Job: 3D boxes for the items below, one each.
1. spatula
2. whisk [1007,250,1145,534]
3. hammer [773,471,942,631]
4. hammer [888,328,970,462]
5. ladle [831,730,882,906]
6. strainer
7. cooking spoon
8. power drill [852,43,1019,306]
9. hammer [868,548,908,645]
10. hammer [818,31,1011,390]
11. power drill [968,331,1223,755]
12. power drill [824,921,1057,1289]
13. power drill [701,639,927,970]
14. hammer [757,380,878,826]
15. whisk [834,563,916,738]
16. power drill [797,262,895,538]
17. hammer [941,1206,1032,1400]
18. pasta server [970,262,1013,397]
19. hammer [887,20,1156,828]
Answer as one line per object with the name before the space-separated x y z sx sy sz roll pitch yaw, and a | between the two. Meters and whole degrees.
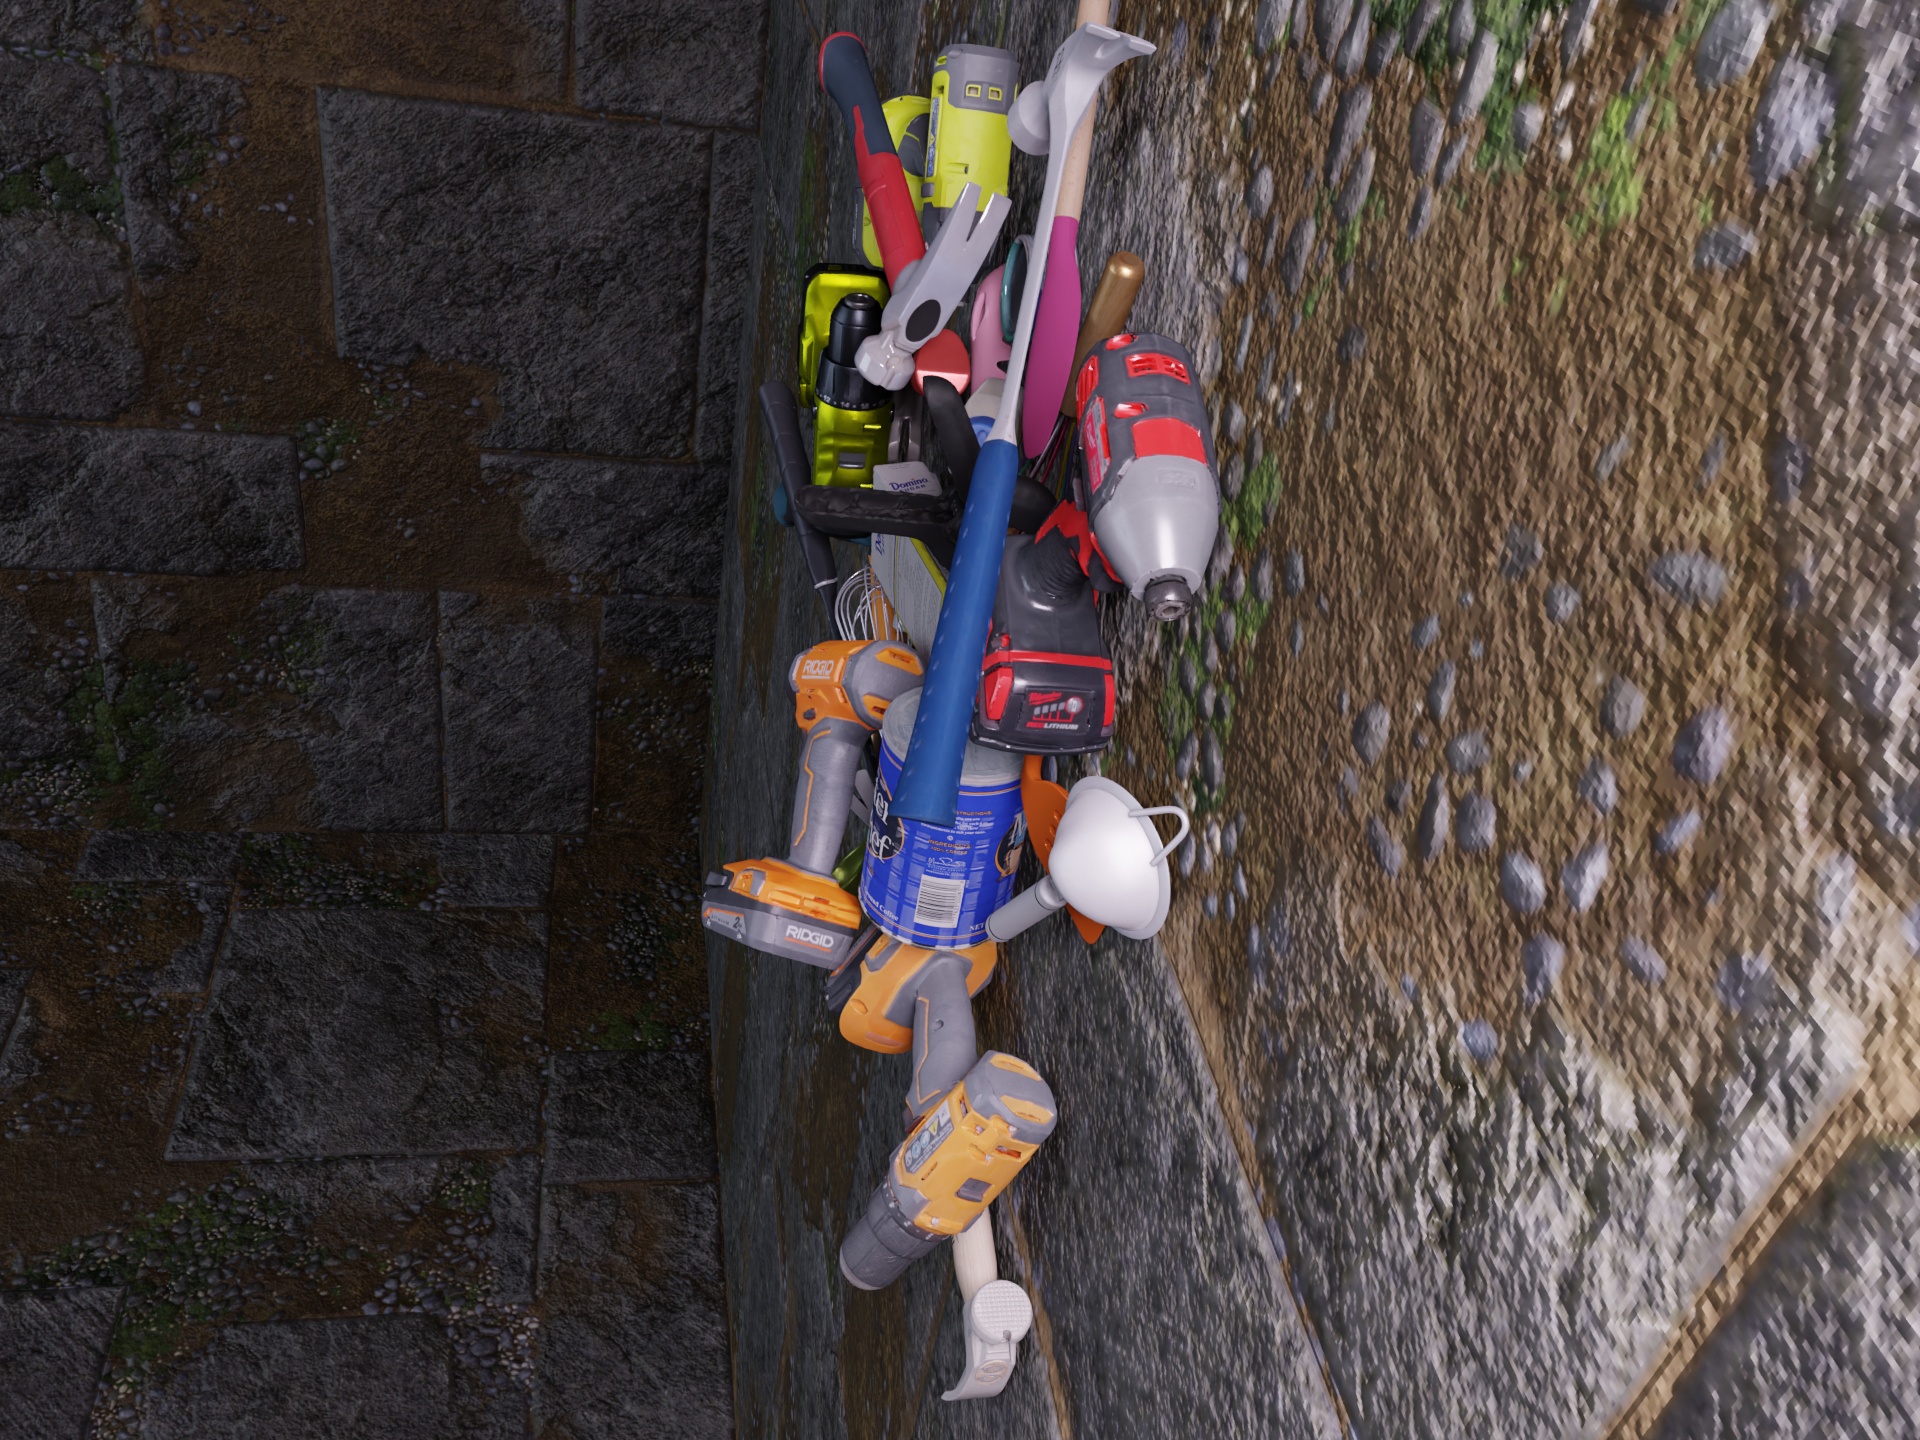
spatula | 0.051 -0.016 0.965 0.081 0.041 0.323 103 167 -46
whisk | 0.055 -0.168 0.923 0.244 0.051 0.047 112 162 -48
hammer | -0.096 -0.172 1.410 0.331 0.033 0.128 29 110 59
hammer | -0.029 -0.256 1.205 0.359 0.036 0.149 -110 25 -75
ladle | -0.091 0.028 1.484 0.078 0.062 0.320 -122 38 -77
strainer | 0.052 0.093 0.862 0.087 0.050 0.258 67 158 11
cooking spoon | 0.061 -0.304 0.887 0.069 0.017 0.319 176 103 -74
power drill | -0.020 -0.400 1.194 0.223 0.080 0.171 -138 52 -69
hammer | -0.072 -0.122 1.424 0.127 0.034 0.337 -40 50 52
hammer | -0.049 -0.395 1.102 0.143 0.038 0.387 -53 35 35
power drill | 0.066 -0.073 0.800 0.219 0.078 0.143 120 149 -57
power drill | -0.030 0.239 1.038 0.185 0.084 0.226 -53 30 23
power drill | -0.108 0.051 1.136 0.164 0.084 0.226 5 77 61
hammer | -0.110 -0.098 1.307 0.149 0.036 0.409 41 -148 -69
whisk | -0.050 0.009 1.200 0.070 0.070 0.285 120 145 -63
power drill | -0.090 -0.281 1.283 0.229 0.080 0.190 -98 12 -53
hammer | -0.010 0.271 1.153 0.146 0.038 0.411 104 162 -46
pasta server | 0.017 -0.170 1.120 0.060 0.040 0.316 -108 19 -54
hammer | 0.022 -0.148 0.792 0.144 0.035 0.405 172 110 -74
